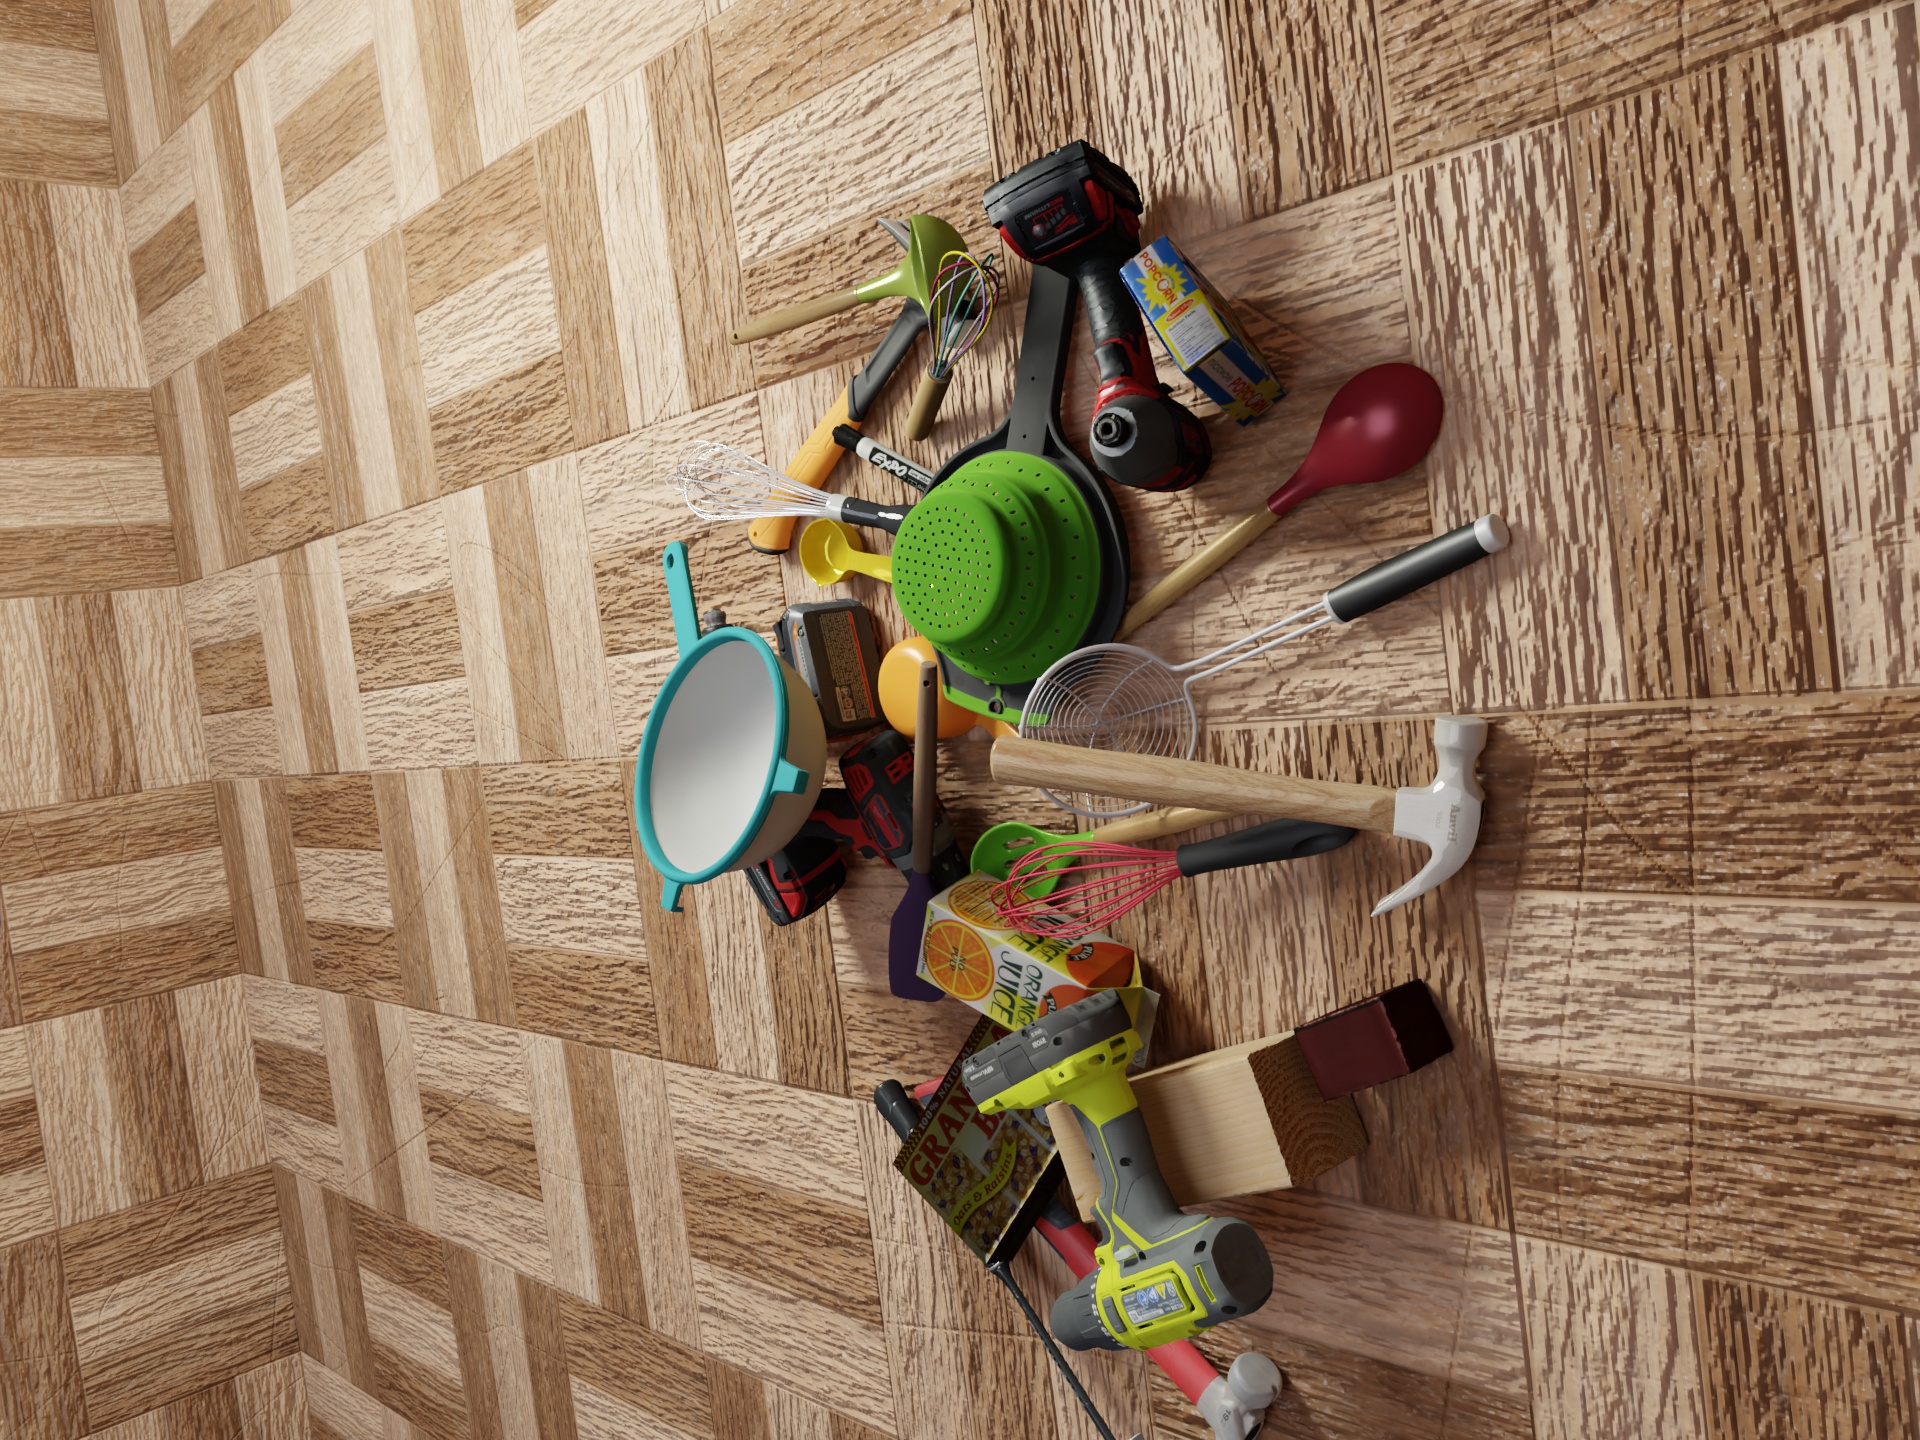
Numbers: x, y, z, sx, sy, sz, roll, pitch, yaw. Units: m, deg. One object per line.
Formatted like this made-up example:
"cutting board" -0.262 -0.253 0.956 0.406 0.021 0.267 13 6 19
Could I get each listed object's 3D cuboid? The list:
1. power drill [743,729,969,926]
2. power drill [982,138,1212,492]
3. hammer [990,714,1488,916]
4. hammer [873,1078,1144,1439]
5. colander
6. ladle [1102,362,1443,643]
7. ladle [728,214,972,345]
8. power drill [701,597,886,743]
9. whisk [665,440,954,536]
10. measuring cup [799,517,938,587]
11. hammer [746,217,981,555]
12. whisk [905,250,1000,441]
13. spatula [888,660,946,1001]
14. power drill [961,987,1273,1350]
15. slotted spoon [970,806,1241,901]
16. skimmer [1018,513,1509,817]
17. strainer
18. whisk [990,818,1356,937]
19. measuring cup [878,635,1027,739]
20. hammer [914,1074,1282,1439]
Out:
"power drill" -0.086 0.117 1.369 0.227 0.080 0.188 -20 102 46
"power drill" 0.096 -0.259 1.055 0.078 0.143 0.220 -20 84 25
"hammer" 0.173 0.047 1.049 0.331 0.031 0.130 6 102 27
"hammer" 0.039 0.462 1.312 0.409 0.036 0.149 51 164 34
"colander" 0.028 -0.192 1.161 0.205 0.094 0.397 17 104 37
"ladle" 0.194 -0.131 1.071 0.315 0.031 0.069 -40 70 45
"ladle" -0.104 -0.336 1.276 0.320 0.062 0.078 -1 104 49
"power drill" -0.167 -0.041 1.436 0.226 0.084 0.164 -18 83 51
"whisk" -0.130 -0.185 1.344 0.285 0.070 0.070 15 109 26
"measuring cup" -0.070 -0.135 1.360 0.157 0.029 0.062 18 108 31
"hammer" -0.103 -0.264 1.355 0.336 0.034 0.127 -48 64 41
"whisk" -0.013 -0.276 1.190 0.245 0.047 0.051 124 166 -69
"spatula" -0.027 0.096 1.261 0.060 0.018 0.315 6 118 7
"power drill" 0.093 0.320 1.096 0.190 0.080 0.229 -40 70 43
"slotted spoon" 0.124 0.085 1.186 0.314 0.031 0.070 -20 93 45
"skimmer" 0.190 -0.036 1.045 0.363 0.090 0.127 -27 106 44
"strainer" -0.189 -0.014 1.340 0.211 0.095 0.341 -43 47 32
"whisk" 0.143 0.104 1.128 0.296 0.073 0.073 -18 85 36
"measuring cup" -0.002 -0.004 1.283 0.174 0.052 0.095 42 126 36
"hammer" 0.088 0.435 1.284 0.387 0.038 0.143 41 127 34
